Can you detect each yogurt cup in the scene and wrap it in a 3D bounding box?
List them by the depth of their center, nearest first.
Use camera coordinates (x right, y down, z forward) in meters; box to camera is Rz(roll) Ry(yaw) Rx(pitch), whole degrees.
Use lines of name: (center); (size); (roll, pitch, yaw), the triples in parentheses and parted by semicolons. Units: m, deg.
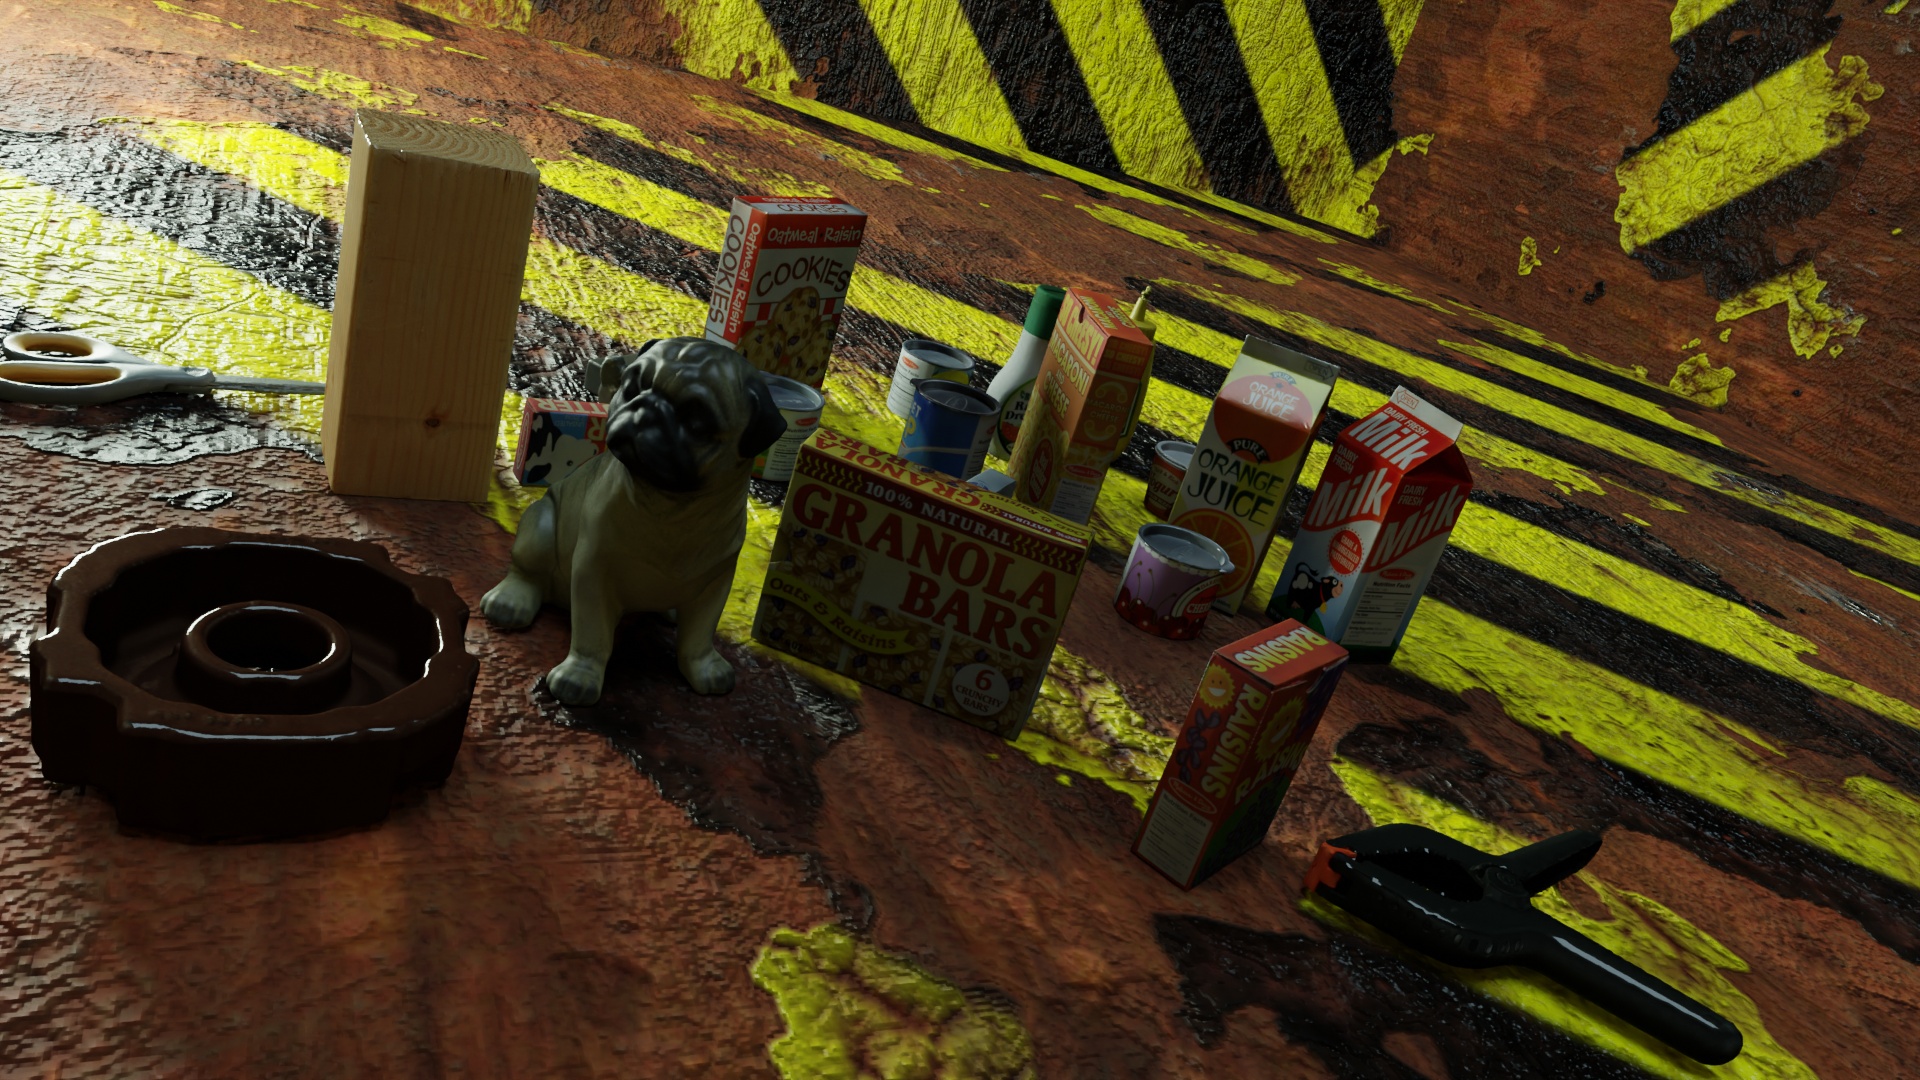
yogurt cup: (0.189, -0.047, 1.171); (0.072, 0.053, 0.073); (15, 23, -6)

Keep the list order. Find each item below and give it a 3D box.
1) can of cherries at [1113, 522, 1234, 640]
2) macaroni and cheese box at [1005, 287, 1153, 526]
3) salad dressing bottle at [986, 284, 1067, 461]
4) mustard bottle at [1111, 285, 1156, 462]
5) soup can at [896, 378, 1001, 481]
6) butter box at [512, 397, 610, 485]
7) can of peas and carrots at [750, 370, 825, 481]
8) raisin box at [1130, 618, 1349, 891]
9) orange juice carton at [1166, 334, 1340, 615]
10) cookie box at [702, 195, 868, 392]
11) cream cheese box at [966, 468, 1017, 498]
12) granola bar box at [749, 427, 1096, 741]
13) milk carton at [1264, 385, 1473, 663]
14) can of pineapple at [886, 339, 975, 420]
can of cherries: (0.148, 0.029, 0.966); (0.071, 0.058, 0.072); (15, 23, -6)
macaroni and cheese box: (0.087, -0.097, 1.069); (0.040, 0.165, 0.124); (11, 24, -16)
salad dressing bottle: (0.059, -0.140, 1.169); (0.064, 0.147, 0.044); (5, 26, -28)
mustard bottle: (0.138, -0.150, 1.231); (0.065, 0.159, 0.049); (13, 23, -10)
soup can: (-0.015, -0.072, 1.045); (0.071, 0.083, 0.071); (15, 23, -6)
butter box: (-0.234, -0.062, 0.905); (0.104, 0.053, 0.024); (0, 28, -35)
can of peas and carrots: (-0.139, -0.084, 1.015); (0.071, 0.058, 0.071); (15, 23, -6)
raisin box: (0.142, 0.107, 0.705); (0.040, 0.123, 0.086); (33, 27, 32)
orange juice carton: (0.208, -0.050, 1.017); (0.072, 0.191, 0.073); (24, 23, 15)
cookie box: (-0.145, -0.189, 1.107); (0.040, 0.166, 0.123); (29, 25, 26)
cream cheese box: (0.003, -0.012, 0.962); (0.024, 0.053, 0.104); (25, 24, 16)
granola bar box: (-0.023, 0.024, 0.771); (0.166, 0.123, 0.039); (20, 23, 7)
milk carton: (0.298, -0.011, 0.995); (0.073, 0.189, 0.072); (4, 26, -29)
can of pineapple: (-0.025, -0.137, 1.216); (0.071, 0.057, 0.071); (15, 23, -6)
